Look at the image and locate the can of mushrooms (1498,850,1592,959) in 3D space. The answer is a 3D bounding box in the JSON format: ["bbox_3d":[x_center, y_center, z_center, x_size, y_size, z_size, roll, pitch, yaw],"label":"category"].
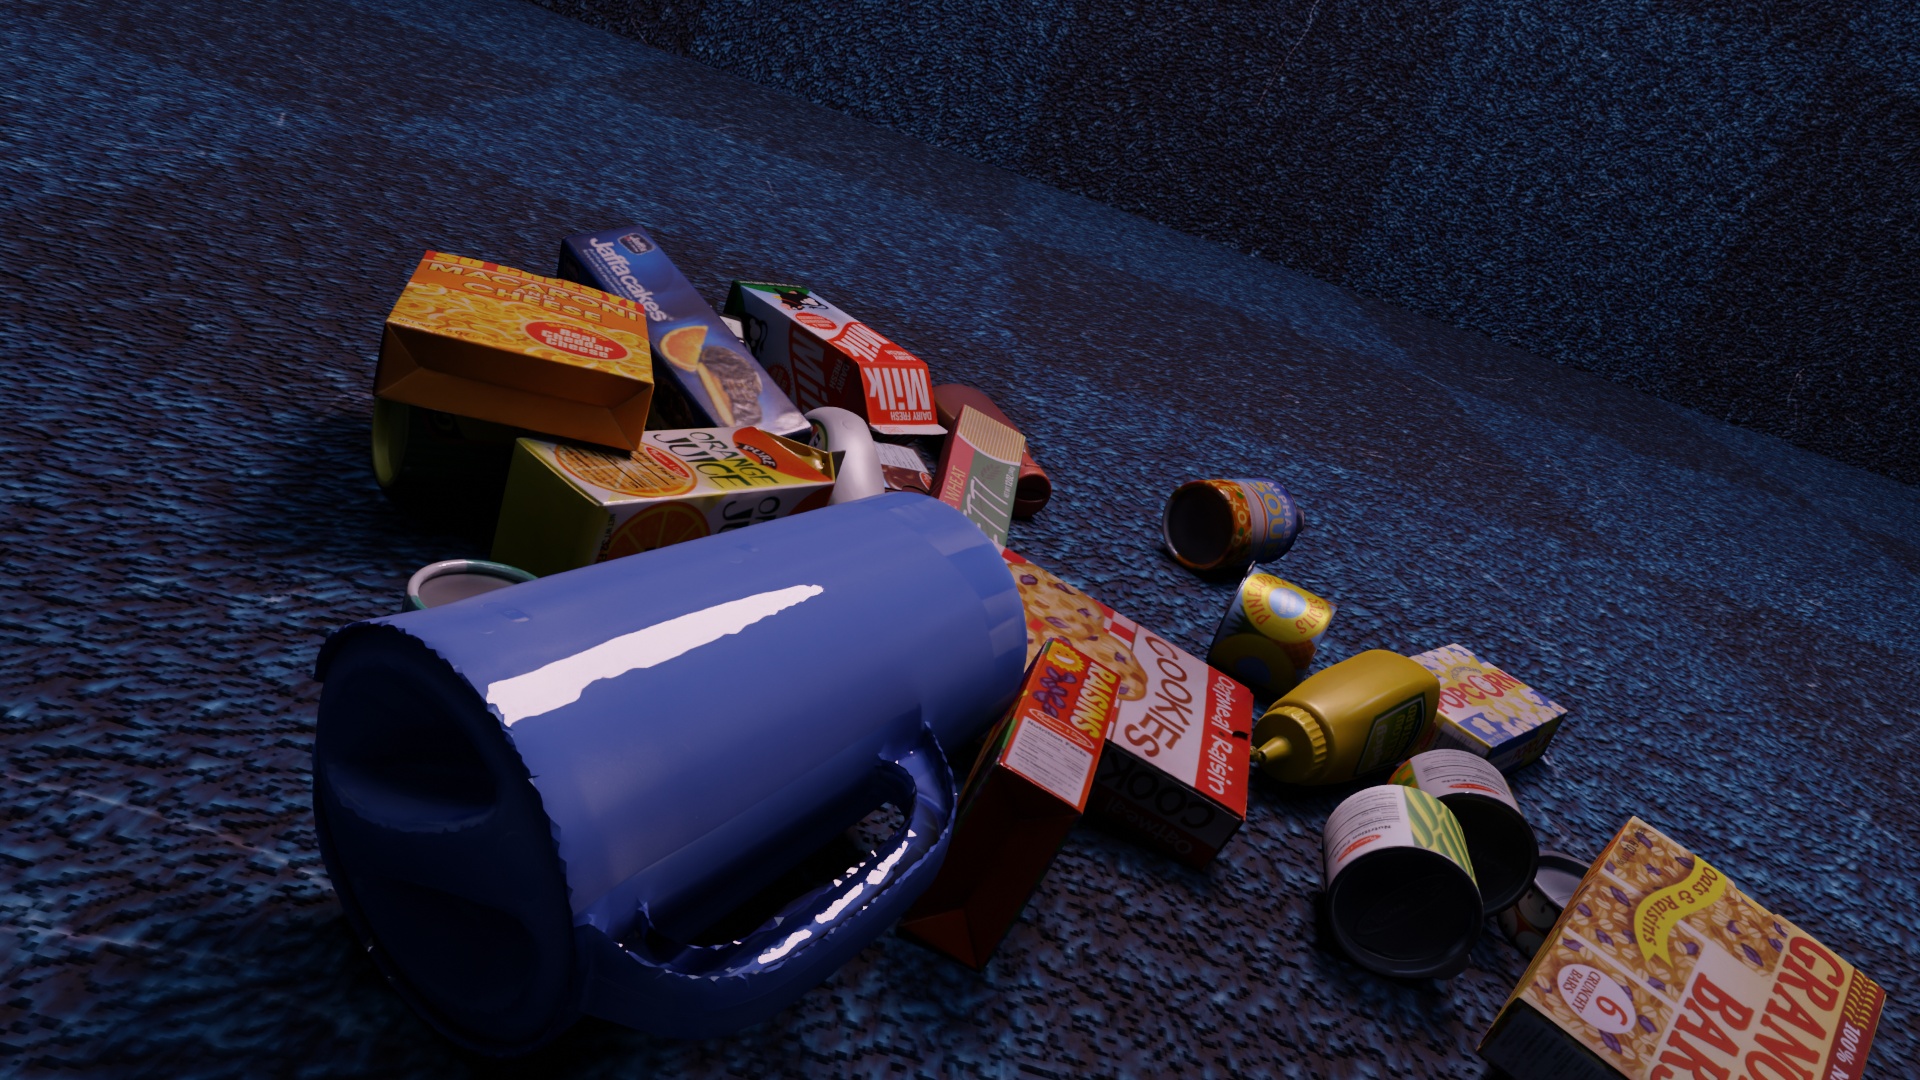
[{"bbox_3d":[0.303,0.187,0.682,0.071,0.033,0.071,18,21,-7],"label":"can of mushrooms"}]

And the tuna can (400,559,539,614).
[{"bbox_3d":[-0.205,0.038,0.599,0.071,0.032,0.071,17,22,-7],"label":"tuna can"}]

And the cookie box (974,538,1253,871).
[{"bbox_3d":[0.063,0.075,0.688,0.167,0.040,0.123,30,26,0],"label":"cookie box"}]

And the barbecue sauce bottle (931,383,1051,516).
[{"bbox_3d":[0.021,-0.068,1.030,0.065,0.043,0.149,8,25,-28],"label":"barbecue sauce bottle"}]

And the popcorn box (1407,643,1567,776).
[{"bbox_3d":[0.312,0.109,0.868,0.085,0.038,0.127,35,26,35],"label":"popcorn box"}]

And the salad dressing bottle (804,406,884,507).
[{"bbox_3d":[-0.068,-0.026,0.836,0.044,0.064,0.148,7,31,-23],"label":"salad dressing bottle"}]

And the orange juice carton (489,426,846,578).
[{"bbox_3d":[-0.136,-0.012,0.725,0.073,0.071,0.193,34,26,31],"label":"orange juice carton"}]

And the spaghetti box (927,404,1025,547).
[{"bbox_3d":[0.003,-0.011,0.843,0.050,0.028,0.251,27,30,-8],"label":"spaghetti box"}]

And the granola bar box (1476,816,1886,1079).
[{"bbox_3d":[0.310,0.202,0.589,0.124,0.038,0.166,38,38,23],"label":"granola bar box"}]

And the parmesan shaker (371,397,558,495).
[{"bbox_3d":[-0.253,-0.060,0.742,0.103,0.071,0.071,3,27,-37],"label":"parmesan shaker"}]

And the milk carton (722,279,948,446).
[{"bbox_3d":[-0.094,-0.120,1.013,0.191,0.073,0.072,35,26,33],"label":"milk carton"}]

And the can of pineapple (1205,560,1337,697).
[{"bbox_3d":[0.191,0.056,0.848,0.058,0.070,0.071,26,22,15],"label":"can of pineapple"}]

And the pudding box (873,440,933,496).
[{"bbox_3d":[-0.046,-0.036,0.915,0.050,0.030,0.084,10,24,-25],"label":"pudding box"}]

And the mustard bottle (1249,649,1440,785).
[{"bbox_3d":[0.204,0.103,0.761,0.161,0.065,0.049,-11,31,-43],"label":"mustard bottle"}]

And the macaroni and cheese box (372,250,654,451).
[{"bbox_3d":[-0.226,-0.103,0.723,0.124,0.040,0.167,12,19,-19],"label":"macaroni and cheese box"}]

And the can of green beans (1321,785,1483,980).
[{"bbox_3d":[0.198,0.153,0.629,0.071,0.071,0.058,22,21,5],"label":"can of green beans"}]

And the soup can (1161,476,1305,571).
[{"bbox_3d":[0.200,-0.013,1.018,0.084,0.071,0.071,-5,32,-46],"label":"soup can"}]

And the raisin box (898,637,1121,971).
[{"bbox_3d":[0.023,0.103,0.570,0.040,0.085,0.124,29,23,3],"label":"raisin box"}]

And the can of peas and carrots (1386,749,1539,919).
[{"bbox_3d":[0.243,0.146,0.685,0.071,0.070,0.059,22,16,5],"label":"can of peas and carrots"}]
